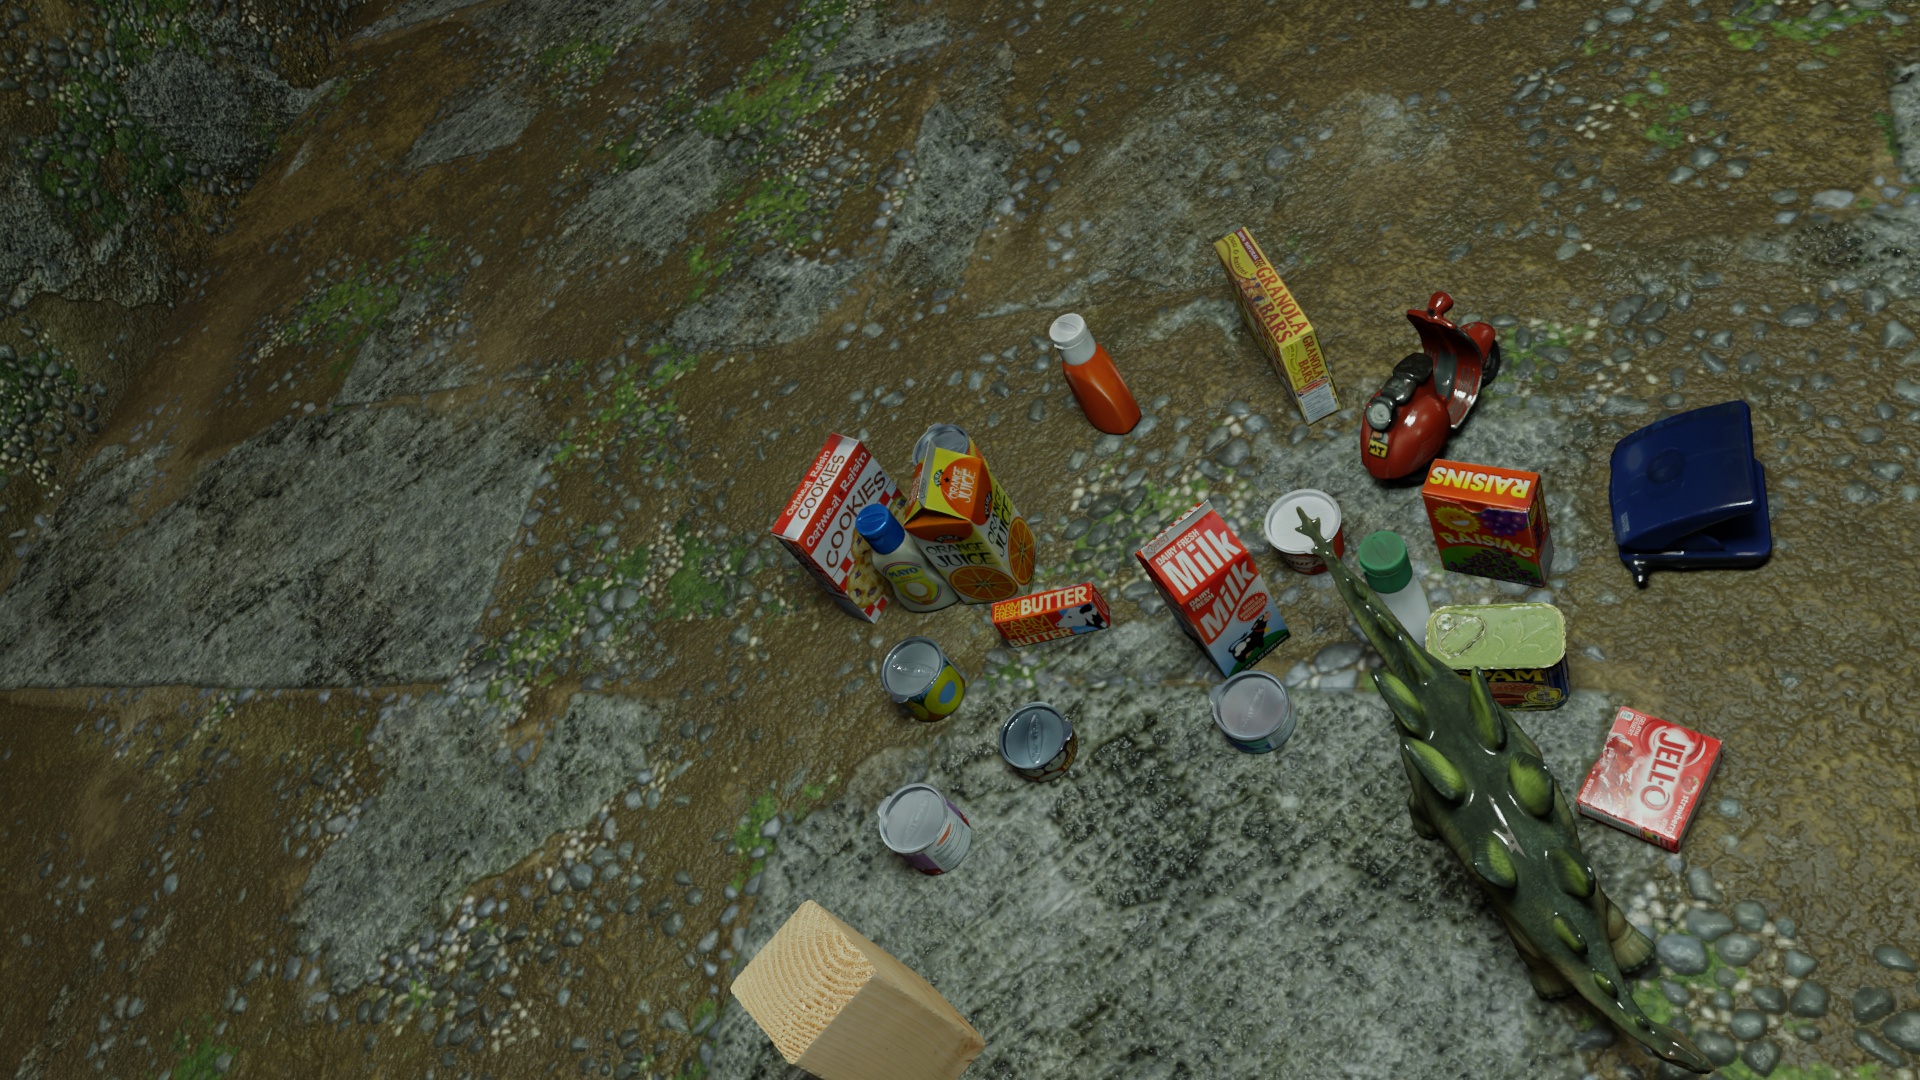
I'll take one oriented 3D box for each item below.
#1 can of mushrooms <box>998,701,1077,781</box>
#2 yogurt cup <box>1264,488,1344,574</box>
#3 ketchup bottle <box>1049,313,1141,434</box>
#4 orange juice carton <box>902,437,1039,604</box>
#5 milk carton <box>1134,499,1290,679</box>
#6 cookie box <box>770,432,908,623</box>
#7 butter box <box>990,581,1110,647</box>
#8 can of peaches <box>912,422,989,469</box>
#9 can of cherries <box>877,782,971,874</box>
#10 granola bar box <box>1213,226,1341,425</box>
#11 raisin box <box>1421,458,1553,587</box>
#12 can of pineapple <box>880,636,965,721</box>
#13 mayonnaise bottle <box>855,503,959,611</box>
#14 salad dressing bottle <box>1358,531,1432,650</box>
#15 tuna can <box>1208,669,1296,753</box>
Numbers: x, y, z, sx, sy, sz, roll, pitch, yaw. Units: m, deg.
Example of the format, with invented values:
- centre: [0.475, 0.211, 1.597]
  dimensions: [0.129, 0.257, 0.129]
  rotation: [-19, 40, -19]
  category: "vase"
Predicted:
- centre: [0.073, 0.183, 1.264]
  dimensions: [0.071, 0.033, 0.071]
  rotation: [-14, 52, 19]
  category: "can of mushrooms"
- centre: [0.314, -0.005, 1.255]
  dimensions: [0.072, 0.053, 0.073]
  rotation: [-14, 52, 19]
  category: "yogurt cup"
- centre: [0.132, -0.168, 1.405]
  dimensions: [0.065, 0.148, 0.043]
  rotation: [27, 73, 39]
  category: "ketchup bottle"
- centre: [0.005, -0.017, 1.337]
  dimensions: [0.073, 0.192, 0.072]
  rotation: [-5, 56, 25]
  category: "orange juice carton"
- centre: [0.212, 0.037, 1.189]
  dimensions: [0.072, 0.190, 0.074]
  rotation: [-38, 48, -1]
  category: "milk carton"
- centre: [-0.109, -0.011, 1.410]
  dimensions: [0.040, 0.167, 0.123]
  rotation: [15, 66, 35]
  category: "cookie box"
- centre: [0.086, 0.072, 1.324]
  dimensions: [0.103, 0.053, 0.024]
  rotation: [-13, 53, 20]
  category: "butter box"
- centre: [-0.010, -0.083, 1.481]
  dimensions: [0.071, 0.058, 0.071]
  rotation: [-14, 52, 19]
  category: "can of peaches"
- centre: [-0.033, 0.259, 1.250]
  dimensions: [0.071, 0.058, 0.072]
  rotation: [-14, 52, 19]
  category: "can of cherries"
- centre: [0.310, -0.210, 1.357]
  dimensions: [0.039, 0.124, 0.166]
  rotation: [-27, 49, 9]
  category: "granola bar box"
- centre: [0.437, -0.014, 1.149]
  dimensions: [0.086, 0.123, 0.040]
  rotation: [13, 65, 34]
  category: "raisin box"
- centre: [-0.037, 0.136, 1.340]
  dimensions: [0.071, 0.057, 0.071]
  rotation: [-14, 52, 19]
  category: "can of pineapple"
- centre: [-0.056, 0.018, 1.374]
  dimensions: [0.064, 0.147, 0.041]
  rotation: [-13, 53, 20]
  category: "mayonnaise bottle"
- centre: [0.357, 0.046, 1.134]
  dimensions: [0.044, 0.147, 0.064]
  rotation: [-28, 49, 8]
  category: "salad dressing bottle"
- centre: [0.251, 0.147, 1.195]
  dimensions: [0.071, 0.032, 0.071]
  rotation: [-14, 52, 19]
  category: "tuna can"
